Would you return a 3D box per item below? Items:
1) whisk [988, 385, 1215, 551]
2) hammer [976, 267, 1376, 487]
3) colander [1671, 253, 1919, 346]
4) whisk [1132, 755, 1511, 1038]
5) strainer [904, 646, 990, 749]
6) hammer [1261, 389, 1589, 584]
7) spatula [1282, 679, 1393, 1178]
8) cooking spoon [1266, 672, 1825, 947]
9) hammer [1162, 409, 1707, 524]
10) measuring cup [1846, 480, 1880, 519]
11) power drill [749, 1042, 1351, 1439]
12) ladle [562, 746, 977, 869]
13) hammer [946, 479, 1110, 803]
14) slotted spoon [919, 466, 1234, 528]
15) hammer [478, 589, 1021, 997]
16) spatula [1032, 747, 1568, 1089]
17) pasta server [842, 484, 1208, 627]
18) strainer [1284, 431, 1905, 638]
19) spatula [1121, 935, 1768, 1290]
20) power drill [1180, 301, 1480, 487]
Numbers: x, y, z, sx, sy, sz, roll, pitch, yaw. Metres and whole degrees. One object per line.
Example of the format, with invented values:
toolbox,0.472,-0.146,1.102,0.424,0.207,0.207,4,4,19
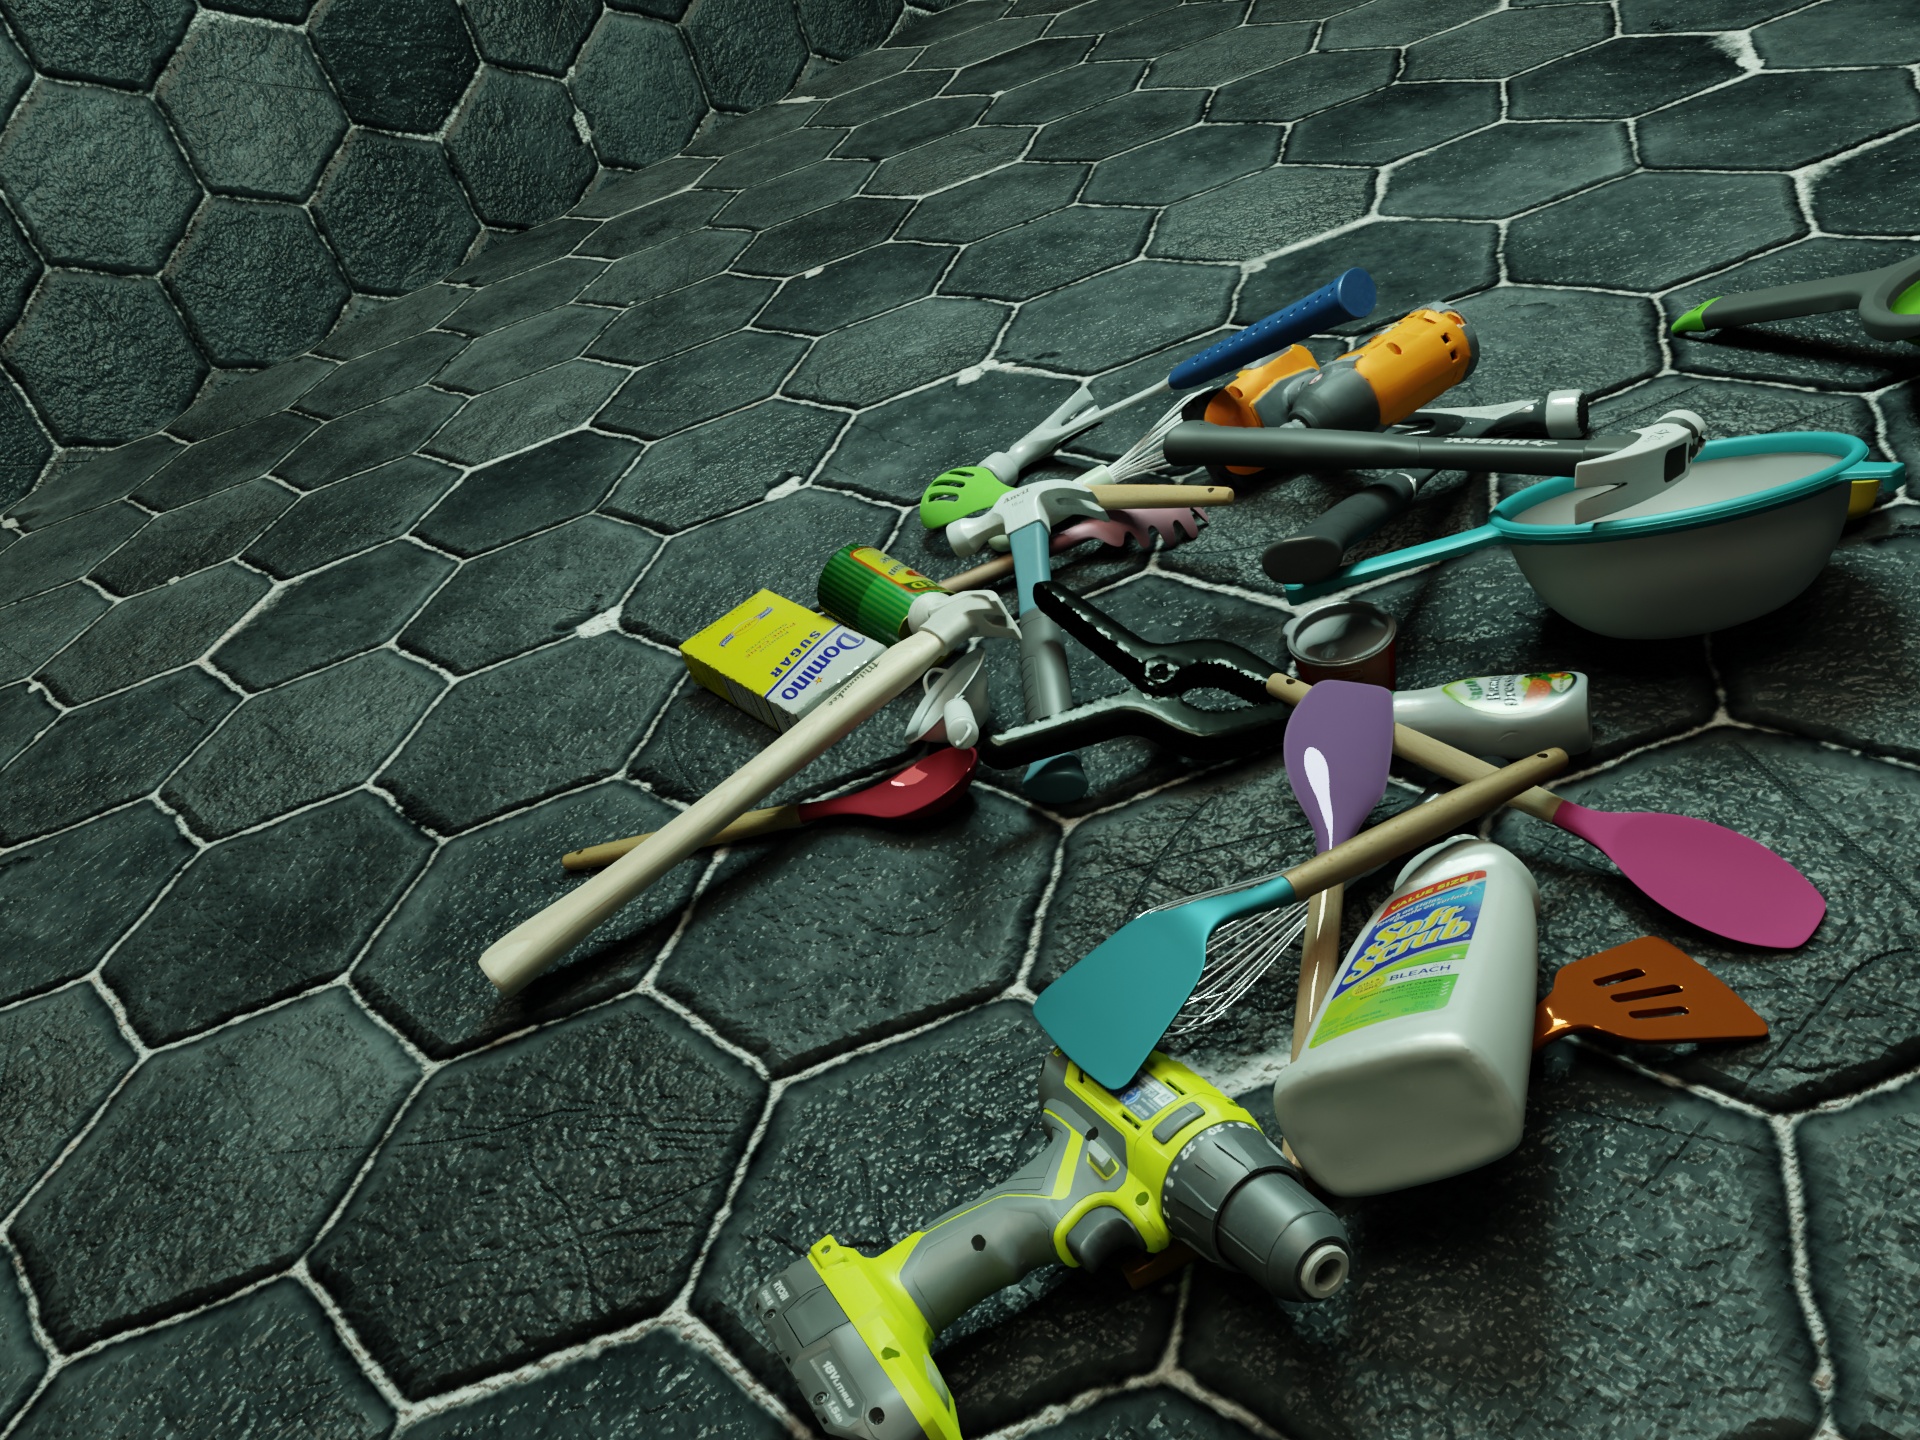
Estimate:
whisk,0.130,-0.208,1.331,0.246,0.059,0.058,-30,36,-5
hammer,0.172,-0.276,1.283,0.144,0.035,0.405,-42,15,-31
colander,0.682,-0.276,1.121,0.204,0.094,0.397,-33,18,-18
whisk,0.199,0.089,0.874,0.284,0.070,0.070,-27,34,-20
strainer,-0.002,-0.003,1.051,0.087,0.050,0.258,-50,6,4
hammer,0.305,-0.167,1.096,0.149,0.036,0.409,3,23,36
spatula,0.188,0.092,0.825,0.060,0.018,0.316,7,48,12
cooking spoon,0.303,0.039,0.869,0.319,0.017,0.069,29,55,34
hammer,0.279,-0.169,1.011,0.335,0.035,0.146,10,27,37
measuring cup,0.548,-0.161,1.071,0.062,0.029,0.157,-4,18,-12
power drill,0.039,0.241,0.695,0.228,0.080,0.191,-33,26,-16
ladle,-0.134,0.069,1.096,0.315,0.031,0.069,-12,26,15
hammer,0.056,-0.065,1.142,0.128,0.033,0.331,-24,39,18
slotted spoon,0.082,-0.180,1.275,0.314,0.031,0.070,7,56,41
hammer,-0.137,0.043,1.050,0.410,0.038,0.146,-39,16,-14
spatula,0.184,0.084,0.800,0.317,0.044,0.082,-22,28,-20
pasta server,0.044,-0.119,1.272,0.316,0.040,0.060,-23,33,4
strainer,0.377,-0.088,0.979,0.340,0.095,0.211,-15,14,9
spatula,0.221,0.187,0.749,0.322,0.041,0.081,-28,33,-5
power drill,0.262,-0.238,1.206,0.164,0.084,0.226,-33,12,-17
